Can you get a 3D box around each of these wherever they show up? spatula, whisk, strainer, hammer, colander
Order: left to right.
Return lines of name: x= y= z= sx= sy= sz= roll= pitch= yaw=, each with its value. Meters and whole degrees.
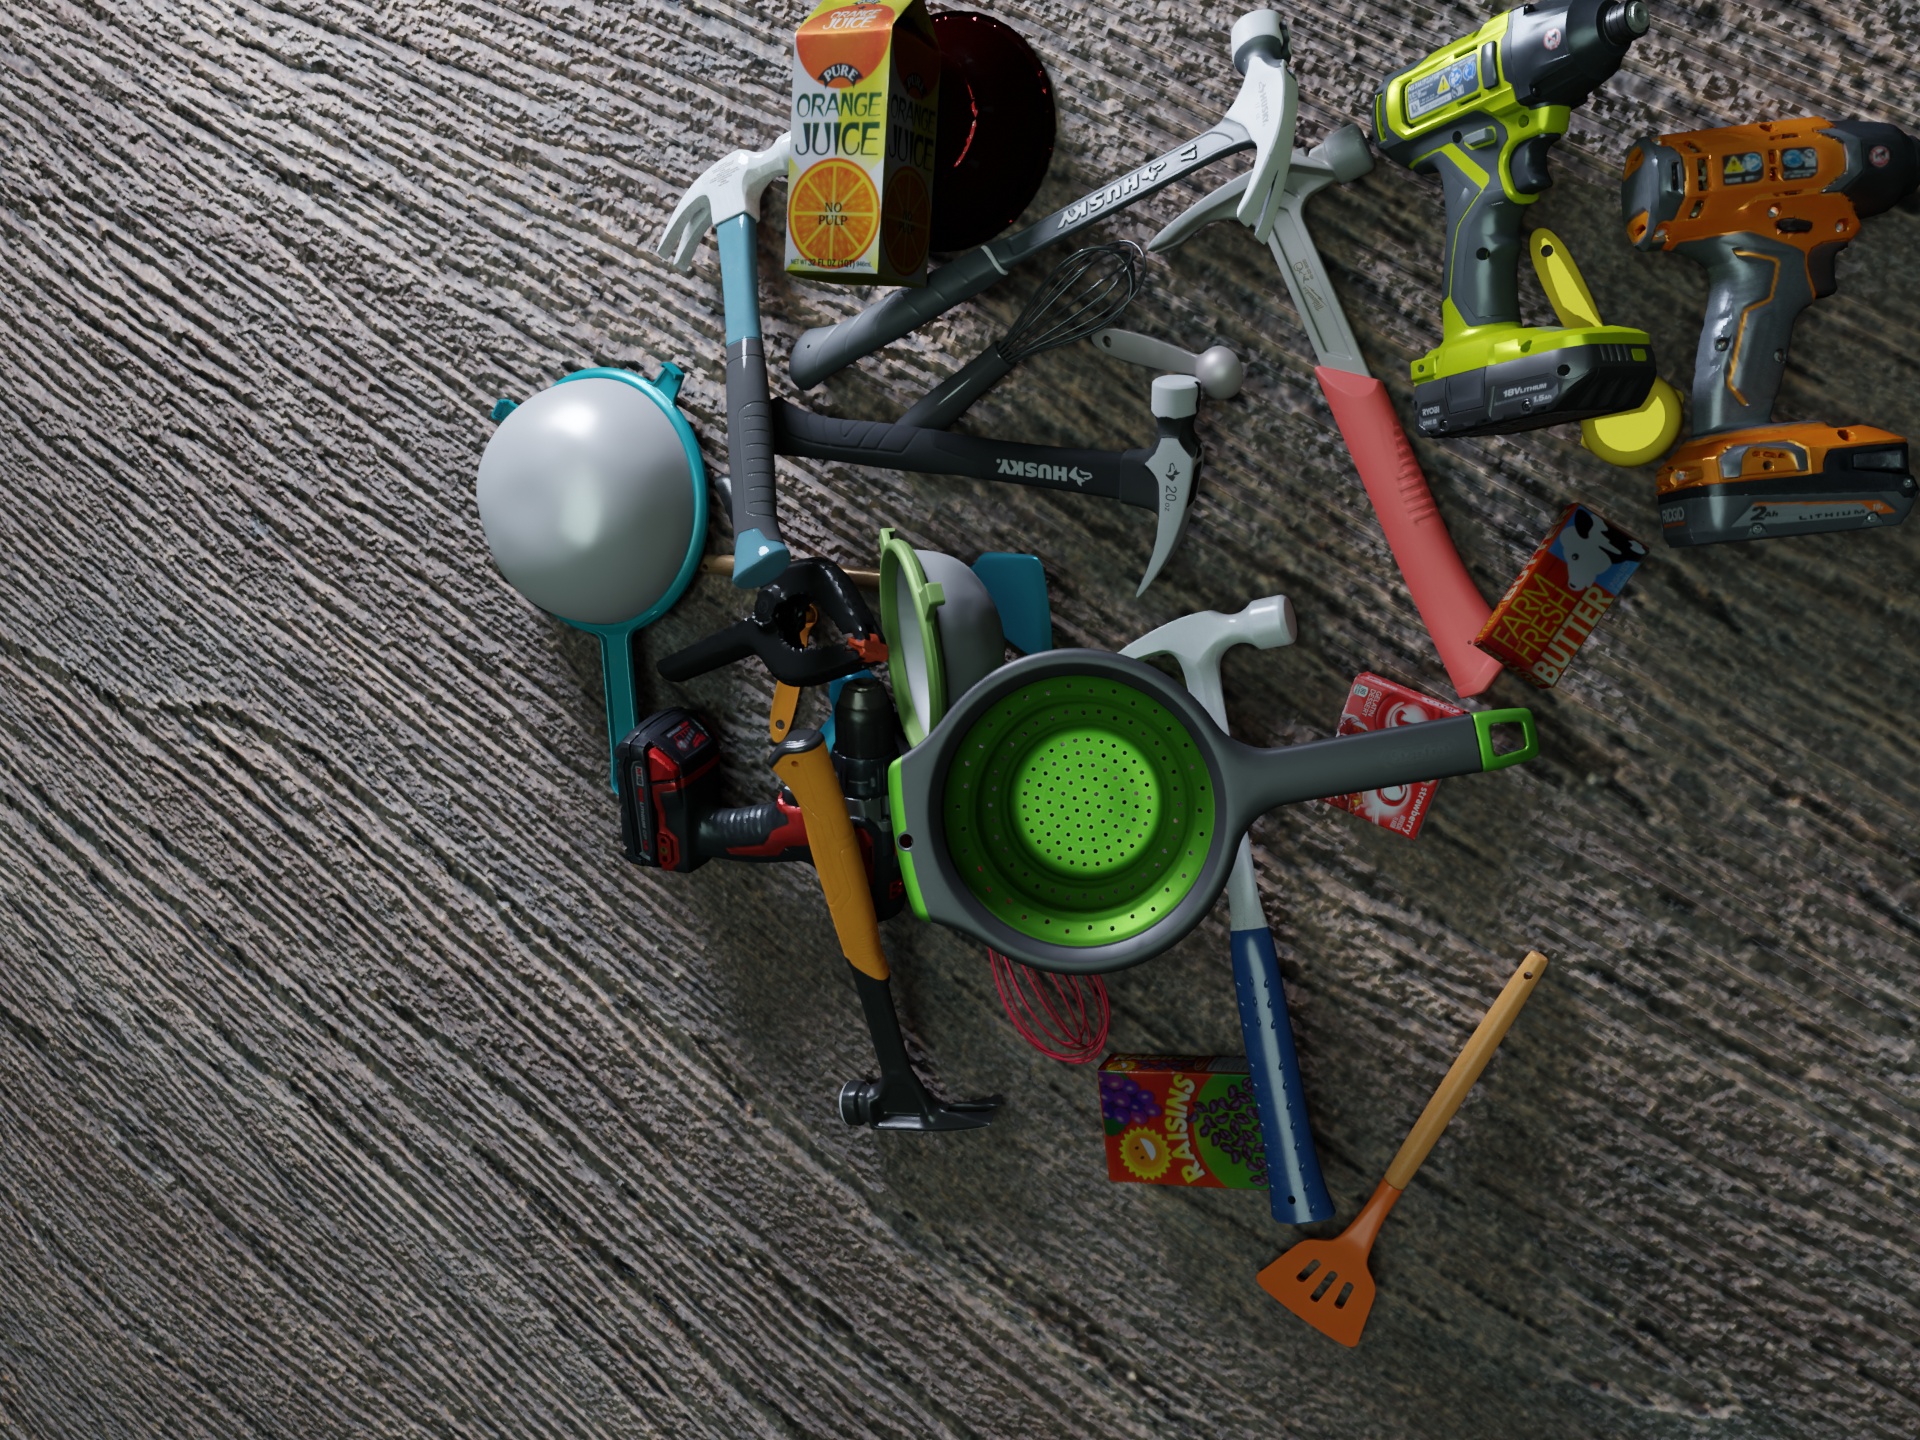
strainer: x=-0.298 y=-0.106 z=1.235 sx=0.211 sy=0.095 sz=0.340 roll=-4 pitch=92 yaw=29
hammer: x=-0.152 y=-0.254 z=1.130 sx=0.128 sy=0.033 sz=0.331 roll=-14 pitch=72 yaw=27
spatula: x=-0.071 y=-0.101 z=1.169 sx=0.317 sy=0.044 sz=0.082 roll=8 pitch=122 yaw=26
hammer: x=-0.066 y=0.159 z=1.157 sx=0.127 sy=0.034 sz=0.336 roll=-4 pitch=115 yaw=23
strainer: x=-0.002 y=-0.003 z=1.094 sx=0.069 sy=0.152 sz=0.256 roll=-11 pitch=113 yaw=-11
hammer: x=0.002 y=-0.178 z=1.101 sx=0.335 sy=0.035 sz=0.146 roll=11 pitch=119 yaw=22
whisk: x=0.022 y=0.115 z=1.156 sx=0.073 sy=0.073 sz=0.296 roll=-36 pitch=76 yaw=26
whisk: x=0.031 y=-0.249 z=1.098 sx=0.239 sy=0.055 sz=0.055 roll=-34 pitch=84 yaw=30
hammer: x=0.039 y=-0.307 z=1.048 sx=0.409 sy=0.036 sz=0.149 roll=-18 pitch=59 yaw=36
colander: x=0.158 y=0.042 z=1.018 sx=0.397 sy=0.094 sz=0.204 roll=-10 pitch=89 yaw=9
hammer: x=0.186 y=0.129 z=1.063 sx=0.144 sy=0.035 sz=0.405 roll=-12 pitch=86 yaw=27
hammer: x=0.251 y=-0.181 z=1.008 sx=0.149 sy=0.036 sz=0.359 roll=-24 pitch=88 yaw=27
spatula: x=0.304 y=0.288 z=1.069 sx=0.081 sy=0.041 sz=0.322 roll=32 pitch=106 yaw=17

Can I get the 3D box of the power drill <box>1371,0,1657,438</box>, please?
power drill: x=0.317 y=-0.280 z=0.897 sx=0.171 sy=0.080 sz=0.223 roll=-1 pitch=96 yaw=61

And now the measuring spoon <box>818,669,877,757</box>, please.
measuring spoon: x=-0.105 y=0.014 z=1.216 sx=0.042 sy=0.021 sz=0.128 roll=38 pitch=111 yaw=15

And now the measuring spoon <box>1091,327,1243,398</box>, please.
measuring spoon: x=0.131 y=-0.238 z=1.048 sx=0.124 sy=0.018 sz=0.034 roll=27 pitch=132 yaw=36

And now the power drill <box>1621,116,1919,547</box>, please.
power drill: x=0.460 y=-0.215 z=0.873 sx=0.164 sy=0.084 sz=0.226 roll=-5 pitch=93 yaw=7

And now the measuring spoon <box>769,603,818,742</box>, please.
measuring spoon: x=-0.128 y=-0.036 z=1.228 sx=0.021 sy=0.011 sz=0.117 roll=23 pitch=111 yaw=20

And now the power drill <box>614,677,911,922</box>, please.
power drill: x=-0.143 y=0.046 z=1.195 sx=0.227 sy=0.080 sz=0.187 roll=10 pitch=115 yaw=21

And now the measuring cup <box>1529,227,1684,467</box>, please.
measuring cup: x=0.376 y=-0.223 z=0.944 sx=0.062 sy=0.029 sz=0.156 roll=-27 pitch=89 yaw=26
